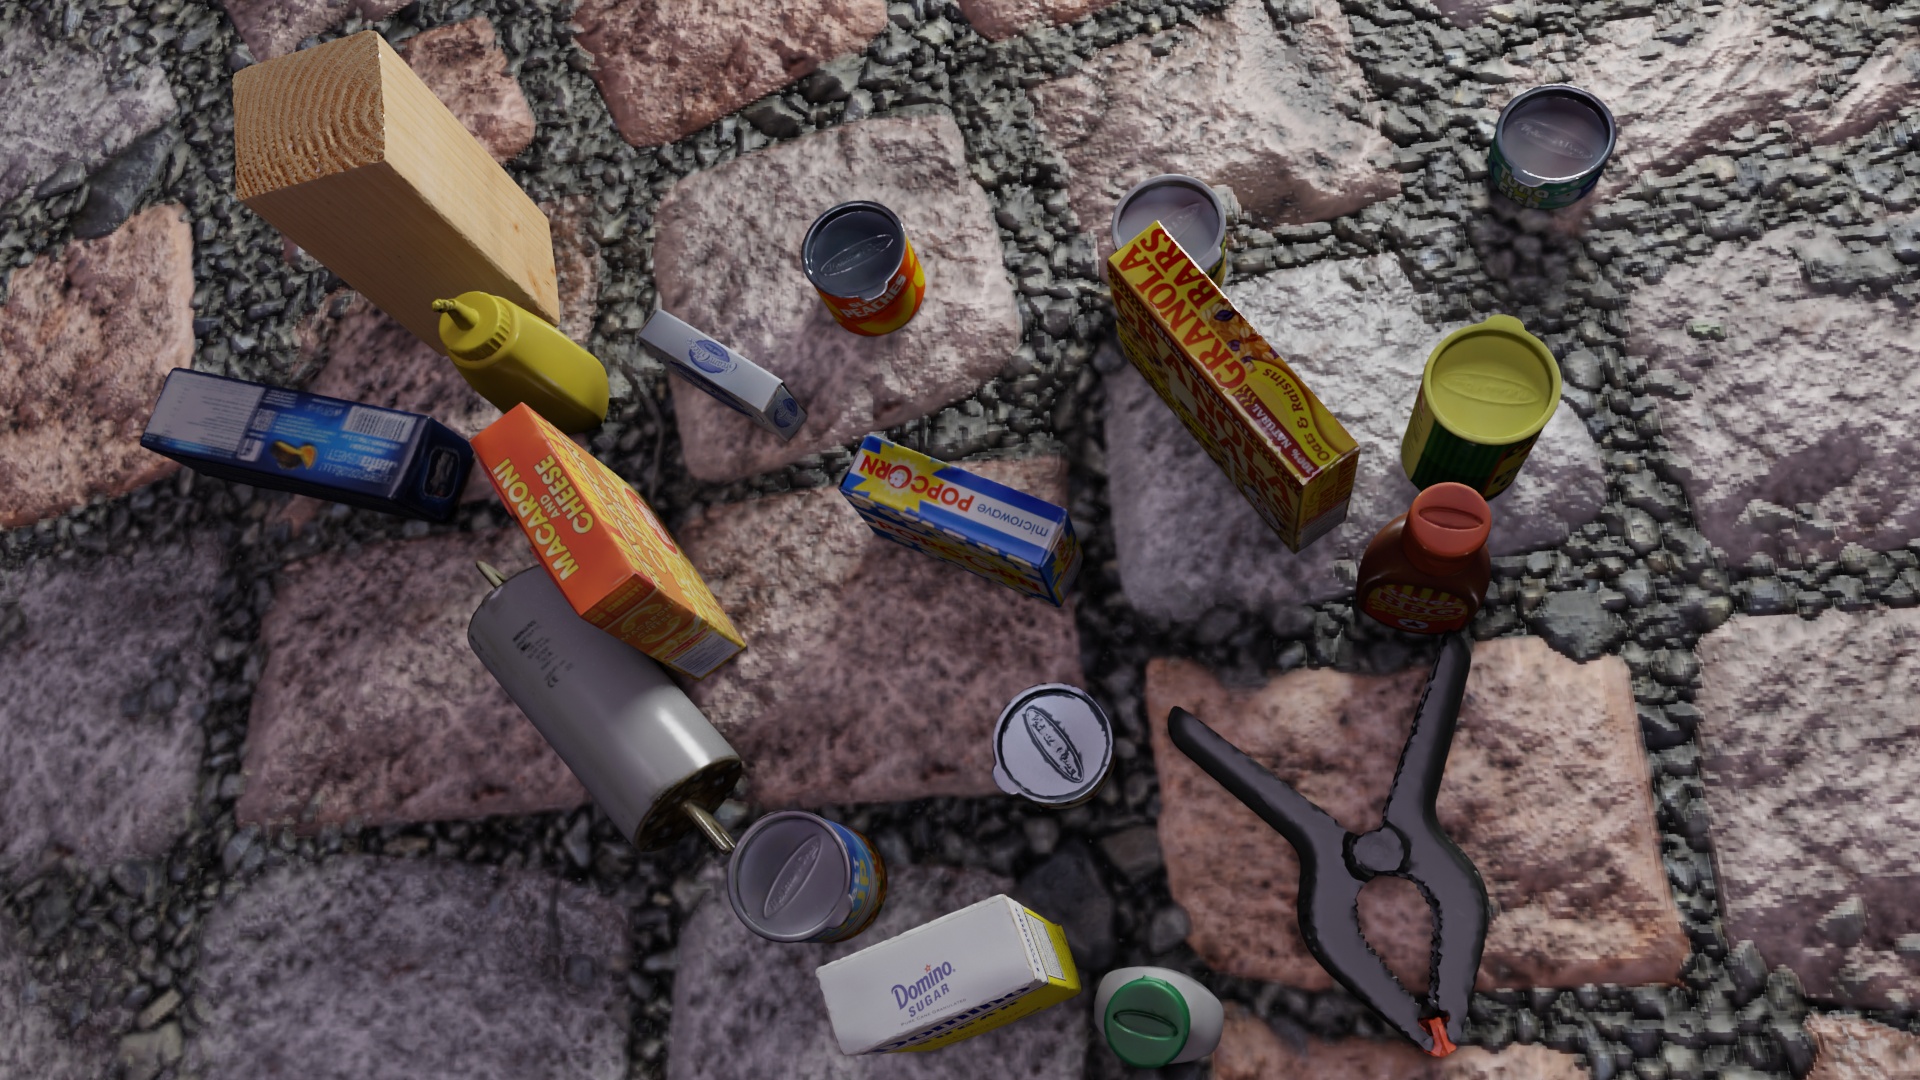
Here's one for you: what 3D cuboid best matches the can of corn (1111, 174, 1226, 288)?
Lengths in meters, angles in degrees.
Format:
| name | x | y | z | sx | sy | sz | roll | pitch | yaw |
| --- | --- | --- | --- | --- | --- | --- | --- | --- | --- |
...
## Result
| name | x | y | z | sx | sy | sz | roll | pitch | yaw |
| --- | --- | --- | --- | --- | --- | --- | --- | --- | --- |
| can of corn | 0.127 | -0.173 | 0.830 | 0.071 | 0.058 | 0.071 | -3 | 72 | 10 |

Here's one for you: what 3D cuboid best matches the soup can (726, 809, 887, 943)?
| name | x | y | z | sx | sy | sz | roll | pitch | yaw |
| --- | --- | --- | --- | --- | --- | --- | --- | --- | --- |
| soup can | -0.078 | 0.184 | 0.745 | 0.071 | 0.083 | 0.071 | -3 | 73 | 10 |

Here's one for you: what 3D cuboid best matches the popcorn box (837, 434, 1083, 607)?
| name | x | y | z | sx | sy | sz | roll | pitch | yaw |
| --- | --- | --- | --- | --- | --- | --- | --- | --- | --- |
| popcorn box | 0.003 | -0.010 | 0.789 | 0.127 | 0.085 | 0.038 | 22 | 79 | 17 |

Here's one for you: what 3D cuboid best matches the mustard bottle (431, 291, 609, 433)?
| name | x | y | z | sx | sy | sz | roll | pitch | yaw |
| --- | --- | --- | --- | --- | --- | --- | --- | --- | --- |
| mustard bottle | -0.269 | -0.111 | 0.836 | 0.065 | 0.160 | 0.049 | -1 | 73 | 11 |

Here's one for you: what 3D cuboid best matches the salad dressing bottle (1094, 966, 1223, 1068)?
| name | x | y | z | sx | sy | sz | roll | pitch | yaw |
| --- | --- | --- | --- | --- | --- | --- | --- | --- | --- |
| salad dressing bottle | 0.093 | 0.227 | 0.664 | 0.064 | 0.147 | 0.044 | 10 | 76 | 14 |

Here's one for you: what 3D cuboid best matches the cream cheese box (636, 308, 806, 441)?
| name | x | y | z | sx | sy | sz | roll | pitch | yaw |
| --- | --- | --- | --- | --- | --- | --- | --- | --- | --- |
| cream cheese box | -0.148 | -0.103 | 0.866 | 0.104 | 0.053 | 0.024 | 31 | 82 | 18 |

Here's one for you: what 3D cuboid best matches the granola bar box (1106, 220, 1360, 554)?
| name | x | y | z | sx | sy | sz | roll | pitch | yaw |
| --- | --- | --- | --- | --- | --- | --- | --- | --- | --- |
| granola bar box | 0.147 | -0.080 | 0.762 | 0.039 | 0.124 | 0.166 | -36 | 70 | -1 |

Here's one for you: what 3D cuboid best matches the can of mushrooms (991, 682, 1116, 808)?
| name | x | y | z | sx | sy | sz | roll | pitch | yaw |
| --- | --- | --- | --- | --- | --- | --- | --- | --- | --- |
| can of mushrooms | 0.051 | 0.115 | 0.768 | 0.071 | 0.033 | 0.071 | -3 | 72 | 10 |

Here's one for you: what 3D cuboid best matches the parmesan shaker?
| name | x | y | z | sx | sy | sz | roll | pitch | yaw |
| --- | --- | --- | --- | --- | --- | --- | --- | --- | --- |
| parmesan shaker | 0.276 | -0.067 | 0.743 | 0.071 | 0.103 | 0.071 | -3 | 73 | 11 |

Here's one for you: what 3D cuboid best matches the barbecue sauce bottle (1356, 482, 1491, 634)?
| name | x | y | z | sx | sy | sz | roll | pitch | yaw |
| --- | --- | --- | --- | --- | --- | --- | --- | --- | --- |
| barbecue sauce bottle | 0.238 | 0.010 | 0.702 | 0.065 | 0.148 | 0.044 | 11 | 76 | 15 |

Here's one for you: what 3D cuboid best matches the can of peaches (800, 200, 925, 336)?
| name | x | y | z | sx | sy | sz | roll | pitch | yaw |
| --- | --- | --- | --- | --- | --- | --- | --- | --- | --- |
| can of peaches | -0.059 | -0.166 | 0.865 | 0.071 | 0.058 | 0.071 | -3 | 72 | 10 |

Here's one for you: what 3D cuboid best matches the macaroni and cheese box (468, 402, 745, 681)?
| name | x | y | z | sx | sy | sz | roll | pitch | yaw |
| --- | --- | --- | --- | --- | --- | --- | --- | --- | --- |
| macaroni and cheese box | -0.194 | 0.007 | 0.780 | 0.040 | 0.166 | 0.124 | -37 | 70 | -1 |

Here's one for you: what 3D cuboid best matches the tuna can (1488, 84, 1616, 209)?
| name | x | y | z | sx | sy | sz | roll | pitch | yaw |
| --- | --- | --- | --- | --- | --- | --- | --- | --- | --- |
| tuna can | 0.346 | -0.229 | 0.818 | 0.071 | 0.032 | 0.071 | -3 | 72 | 10 |
